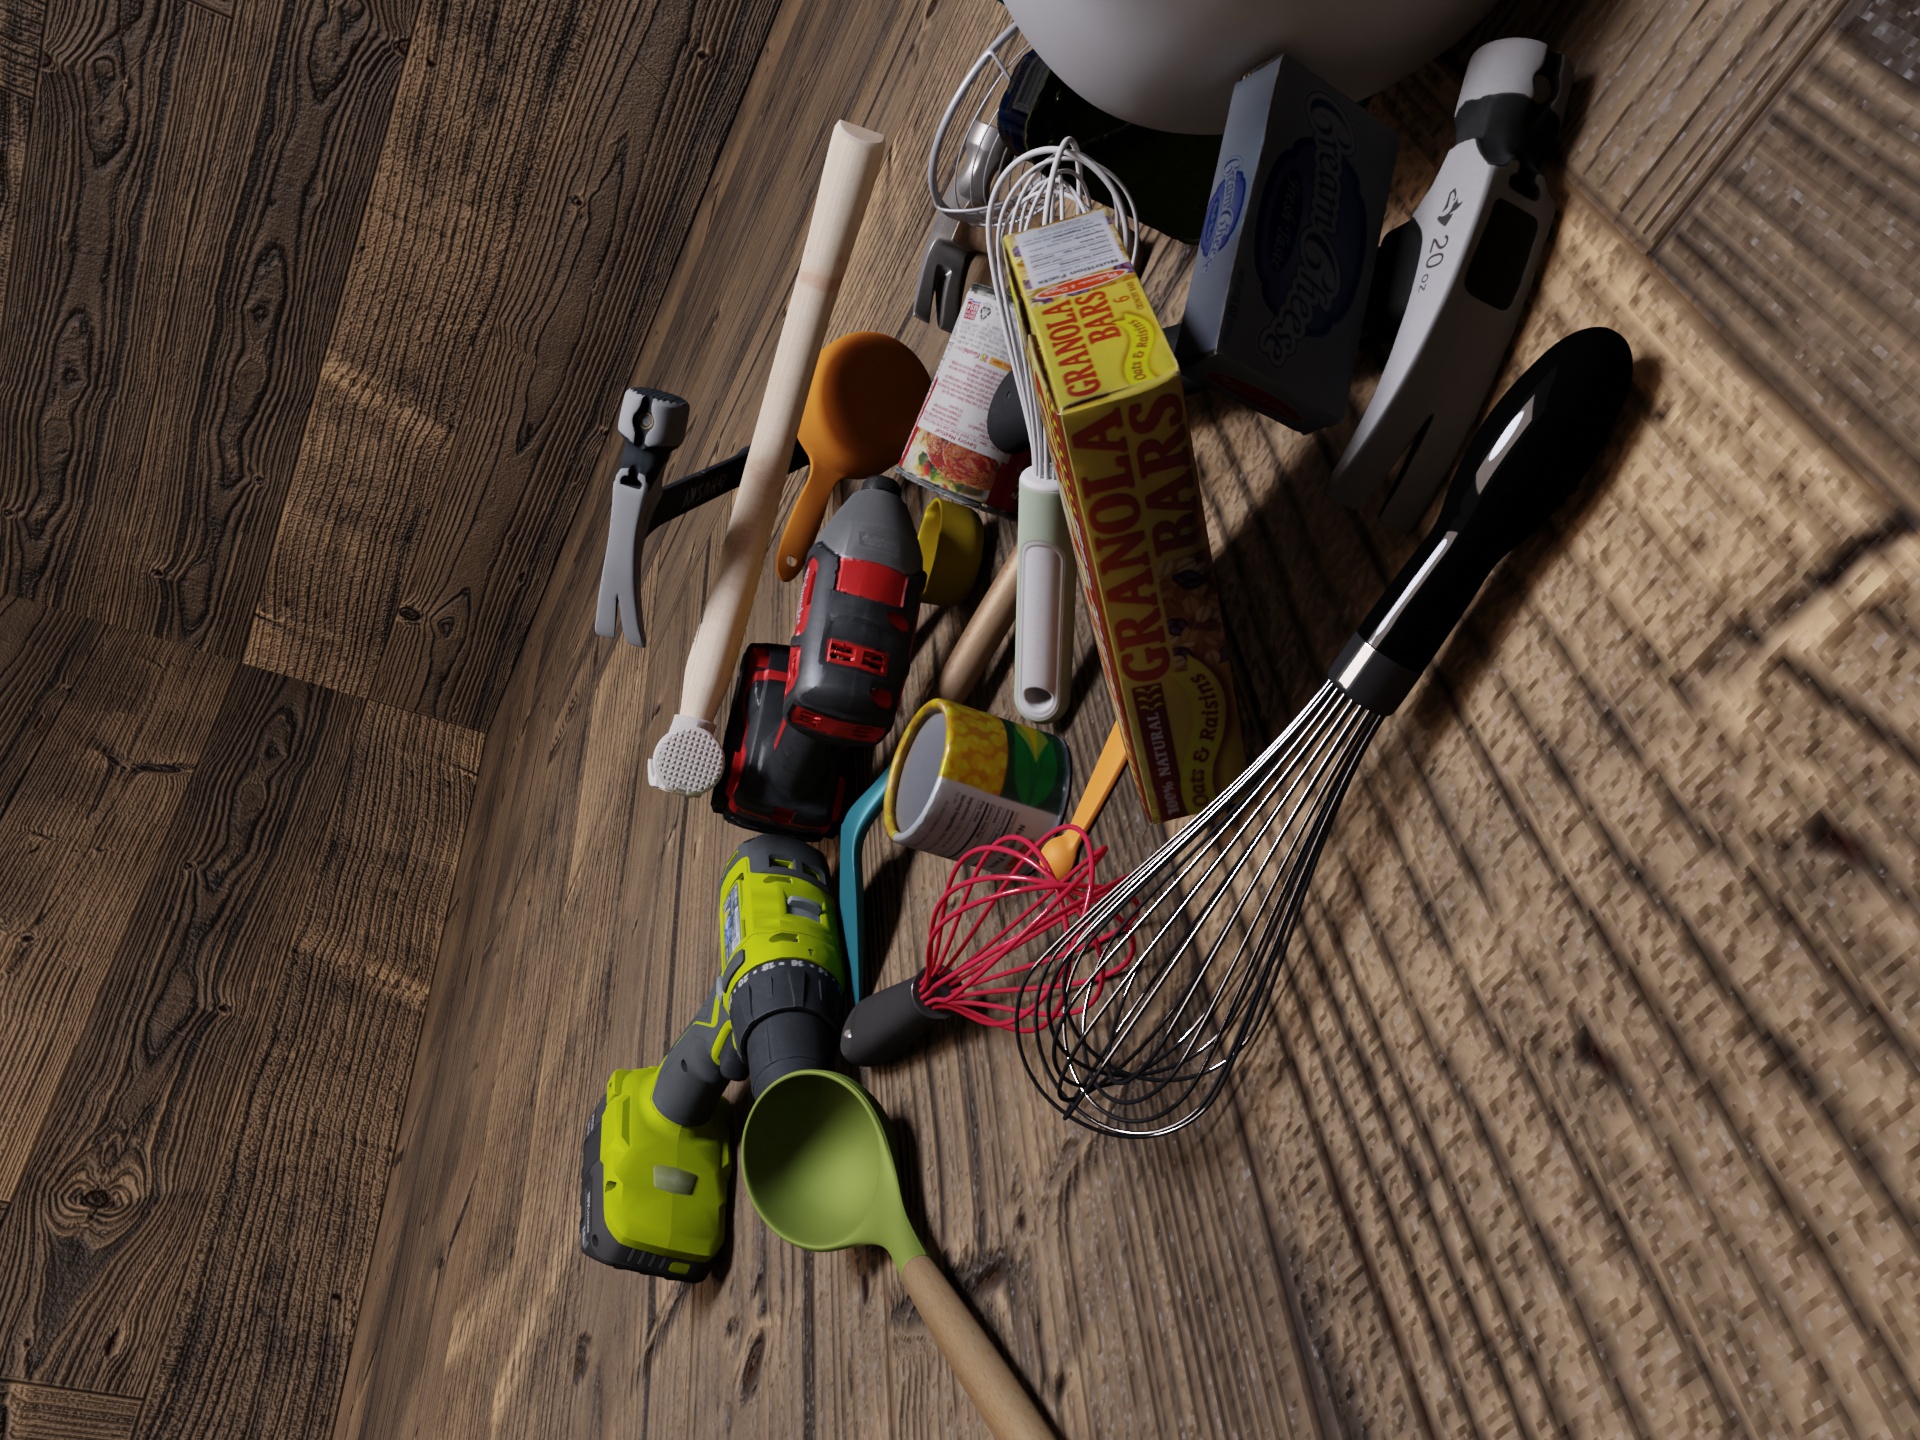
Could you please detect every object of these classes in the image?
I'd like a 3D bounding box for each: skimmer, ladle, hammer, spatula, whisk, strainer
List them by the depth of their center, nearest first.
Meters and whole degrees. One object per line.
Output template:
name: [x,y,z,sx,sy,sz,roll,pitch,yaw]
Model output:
whisk: [0.101,0.012,0.465,0.284,0.070,0.070,-59,23,20]
strainer: [0.056,-0.240,0.488,0.211,0.340,0.095,-23,83,58]
ladle: [-0.018,0.218,0.595,0.320,0.062,0.078,27,99,67]
hammer: [0.091,-0.137,0.619,0.335,0.035,0.146,4,77,66]
whisk: [0.036,-0.103,0.630,0.059,0.058,0.246,-62,-23,-54]
whisk: [-0.003,0.107,0.654,0.295,0.073,0.073,133,149,-61]
spatula: [-0.001,-0.003,0.789,0.317,0.044,0.082,-59,22,19]
skimmer: [0.049,-0.400,0.867,0.127,0.090,0.364,115,166,-50]
hammer: [0.034,-0.274,0.913,0.130,0.031,0.332,-66,21,14]
hammer: [-0.115,-0.155,0.945,0.146,0.038,0.411,171,115,-76]
hammer: [-0.148,-0.161,1.059,0.409,0.036,0.149,-57,-17,-71]

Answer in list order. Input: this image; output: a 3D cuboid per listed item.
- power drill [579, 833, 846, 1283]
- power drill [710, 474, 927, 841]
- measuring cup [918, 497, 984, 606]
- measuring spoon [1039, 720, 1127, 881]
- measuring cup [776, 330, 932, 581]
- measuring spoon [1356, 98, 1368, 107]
power drill: [-0.131,0.199,0.874,0.228,0.080,0.191,-59,24,24]
power drill: [-0.073,-0.028,0.861,0.219,0.078,0.143,126,155,-61]
measuring cup: [-0.019,-0.061,0.892,0.156,0.029,0.062,115,160,-52]
measuring spoon: [0.058,0.013,0.634,0.117,0.011,0.021,-66,21,16]
measuring cup: [-0.071,-0.165,0.991,0.052,0.095,0.174,-18,48,55]
measuring spoon: [0.143,-0.271,0.661,0.042,0.021,0.129,-61,32,26]
